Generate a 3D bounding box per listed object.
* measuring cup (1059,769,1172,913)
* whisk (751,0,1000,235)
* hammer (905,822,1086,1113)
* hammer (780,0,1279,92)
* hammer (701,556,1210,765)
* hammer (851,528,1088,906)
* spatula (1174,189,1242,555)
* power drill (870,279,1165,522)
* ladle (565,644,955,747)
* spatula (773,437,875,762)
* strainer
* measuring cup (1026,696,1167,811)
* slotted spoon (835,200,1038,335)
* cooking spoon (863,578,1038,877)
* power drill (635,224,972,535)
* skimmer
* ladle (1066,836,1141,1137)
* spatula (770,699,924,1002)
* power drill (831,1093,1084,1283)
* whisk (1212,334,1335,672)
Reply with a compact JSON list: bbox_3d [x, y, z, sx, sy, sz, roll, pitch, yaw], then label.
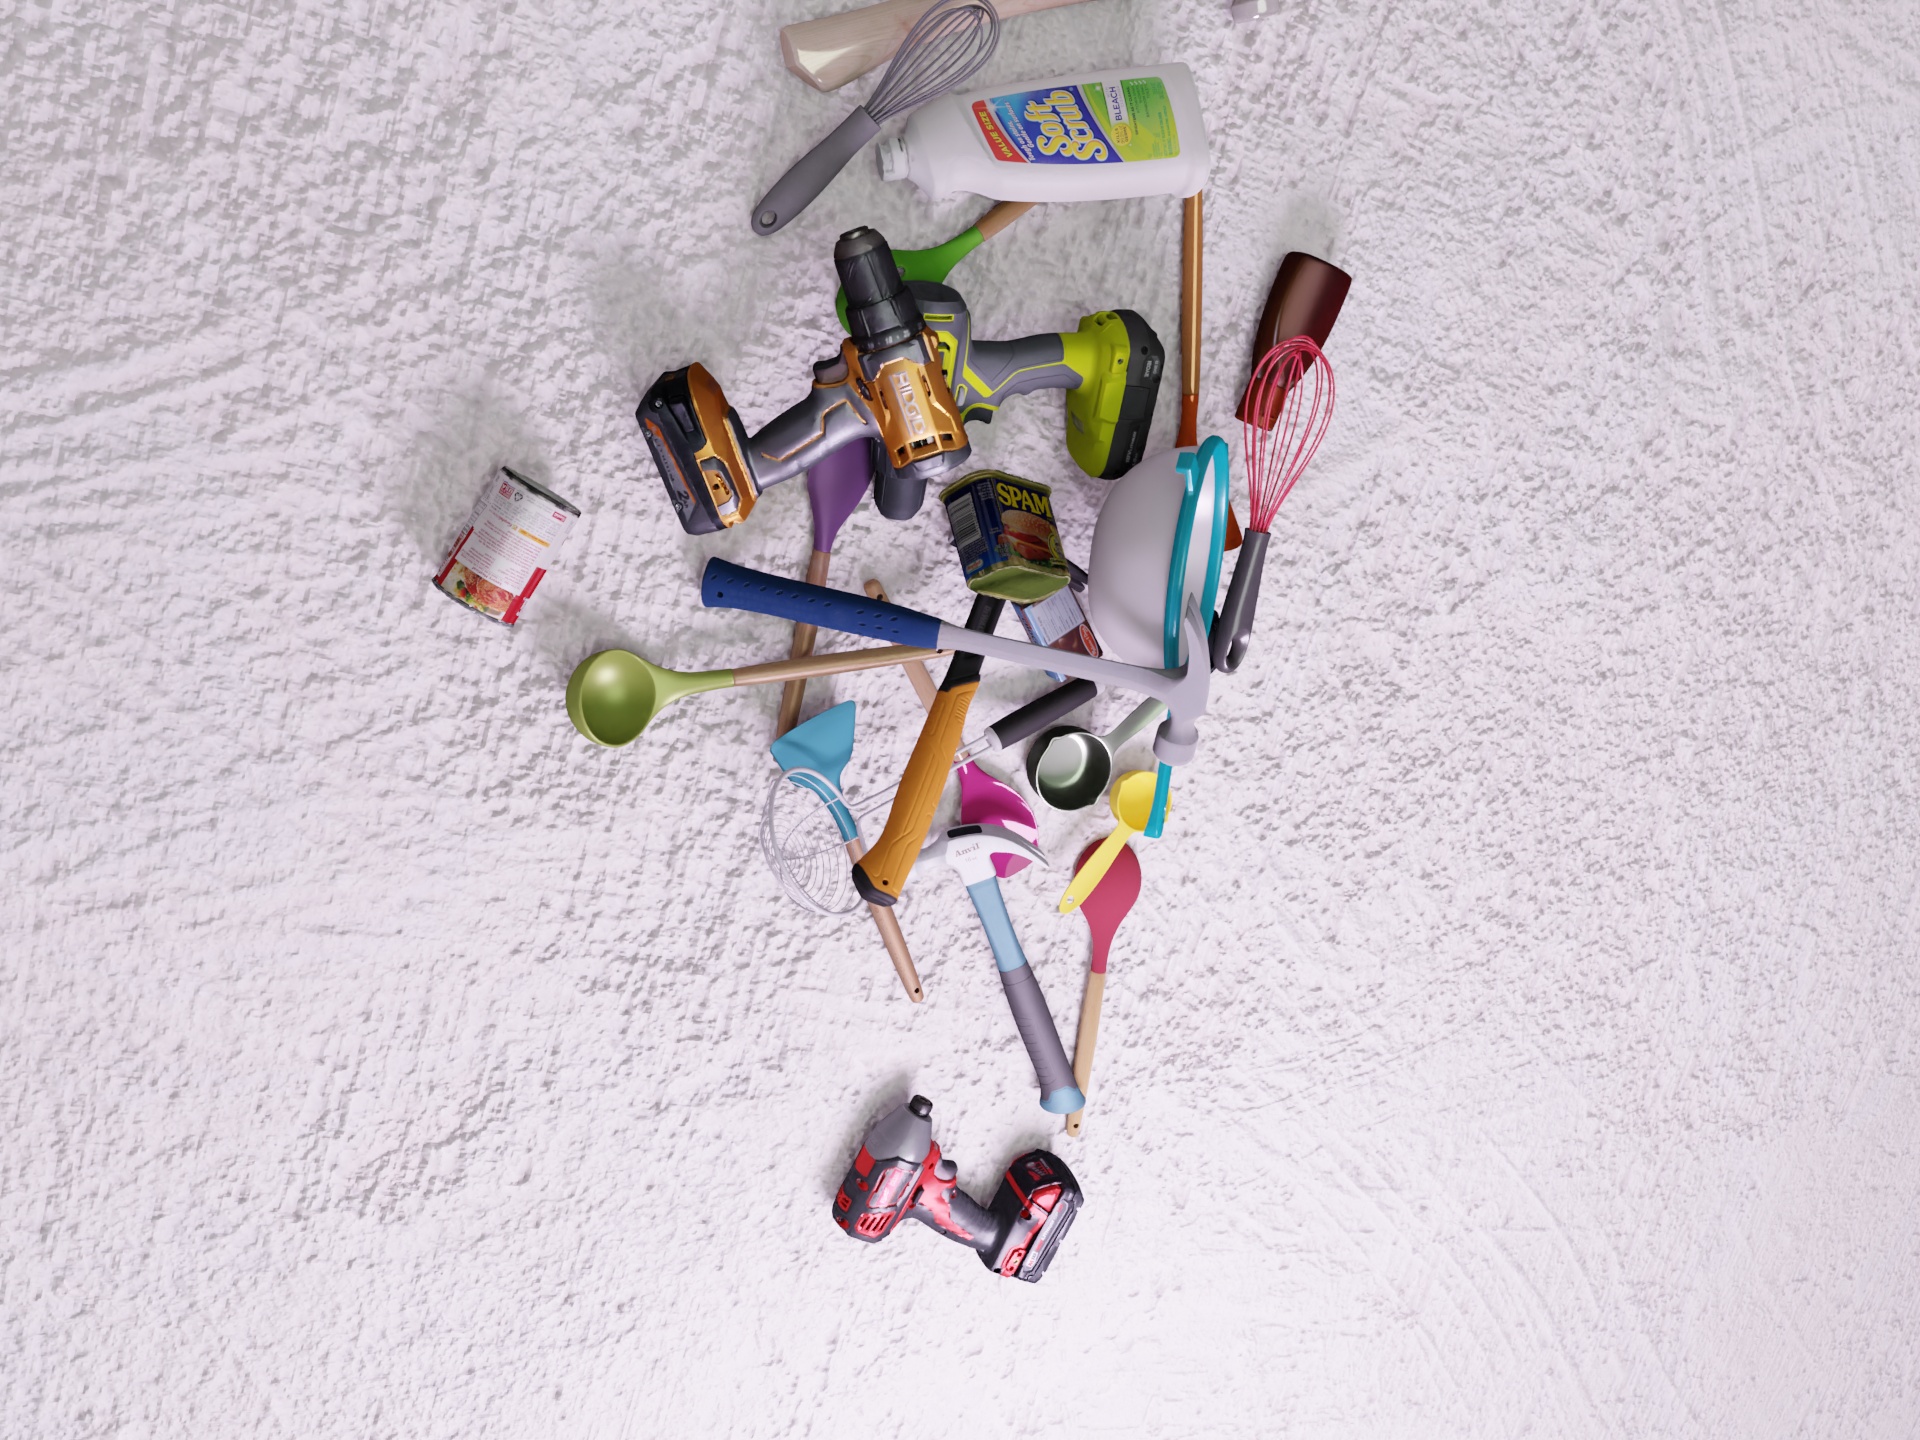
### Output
[{"bbox_3d":[0.136,0.113,1.475,0.062,0.029,0.156,40,84,-20],"label":"measuring cup"},{"bbox_3d":[-0.066,-0.444,1.180,0.239,0.055,0.055,-40,119,13],"label":"whisk"},{"bbox_3d":[0.051,0.237,1.476,0.128,0.033,0.330,-21,116,-1],"label":"hammer"},{"bbox_3d":[0.056,-0.571,1.217,0.410,0.038,0.146,-21,113,-15],"label":"hammer"},{"bbox_3d":[-0.005,-0.070,1.237,0.405,0.035,0.144,13,130,7],"label":"hammer"},{"bbox_3d":[-0.002,-0.004,1.294,0.127,0.034,0.337,25,71,-10],"label":"hammer"},{"bbox_3d":[0.202,-0.304,1.365,0.081,0.041,0.322,-6,109,-13],"label":"spatula"},{"bbox_3d":[0.036,-0.252,1.286,0.228,0.080,0.190,-4,125,-21],"label":"power drill"},{"bbox_3d":[-0.155,-0.036,1.280,0.320,0.062,0.078,-9,104,-15],"label":"ladle"},{"bbox_3d":[-0.117,-0.115,1.308,0.059,0.018,0.316,6,104,-29],"label":"spatula"},{"bbox_3d":[0.149,-0.071,1.321,0.095,0.211,0.340,11,105,15],"label":"strainer"},{"bbox_3d":[0.130,0.013,1.444,0.167,0.038,0.083,-39,118,-9],"label":"measuring cup"},{"bbox_3d":[0.033,-0.405,1.269,0.314,0.031,0.070,-39,115,-8],"label":"slotted spoon"},{"bbox_3d":[-0.010,0.011,1.394,0.069,0.017,0.318,-31,117,-8],"label":"cooking spoon"},{"bbox_3d":[-0.123,-0.248,1.181,0.226,0.084,0.185,-16,115,9],"label":"power drill"},{"bbox_3d":[-0.009,0.041,1.333,0.363,0.090,0.127,-28,95,-24],"label":"skimmer"},{"bbox_3d":[0.128,0.264,1.534,0.069,0.031,0.315,1,109,-17],"label":"ladle"},{"bbox_3d":[-0.083,0.127,1.388,0.082,0.044,0.317,-30,118,-19],"label":"spatula"},{"bbox_3d":[-0.001,0.443,1.514,0.219,0.079,0.143,25,96,-25],"label":"power drill"},{"bbox_3d":[0.262,-0.182,1.369,0.073,0.073,0.295,5,107,-24],"label":"whisk"}]
